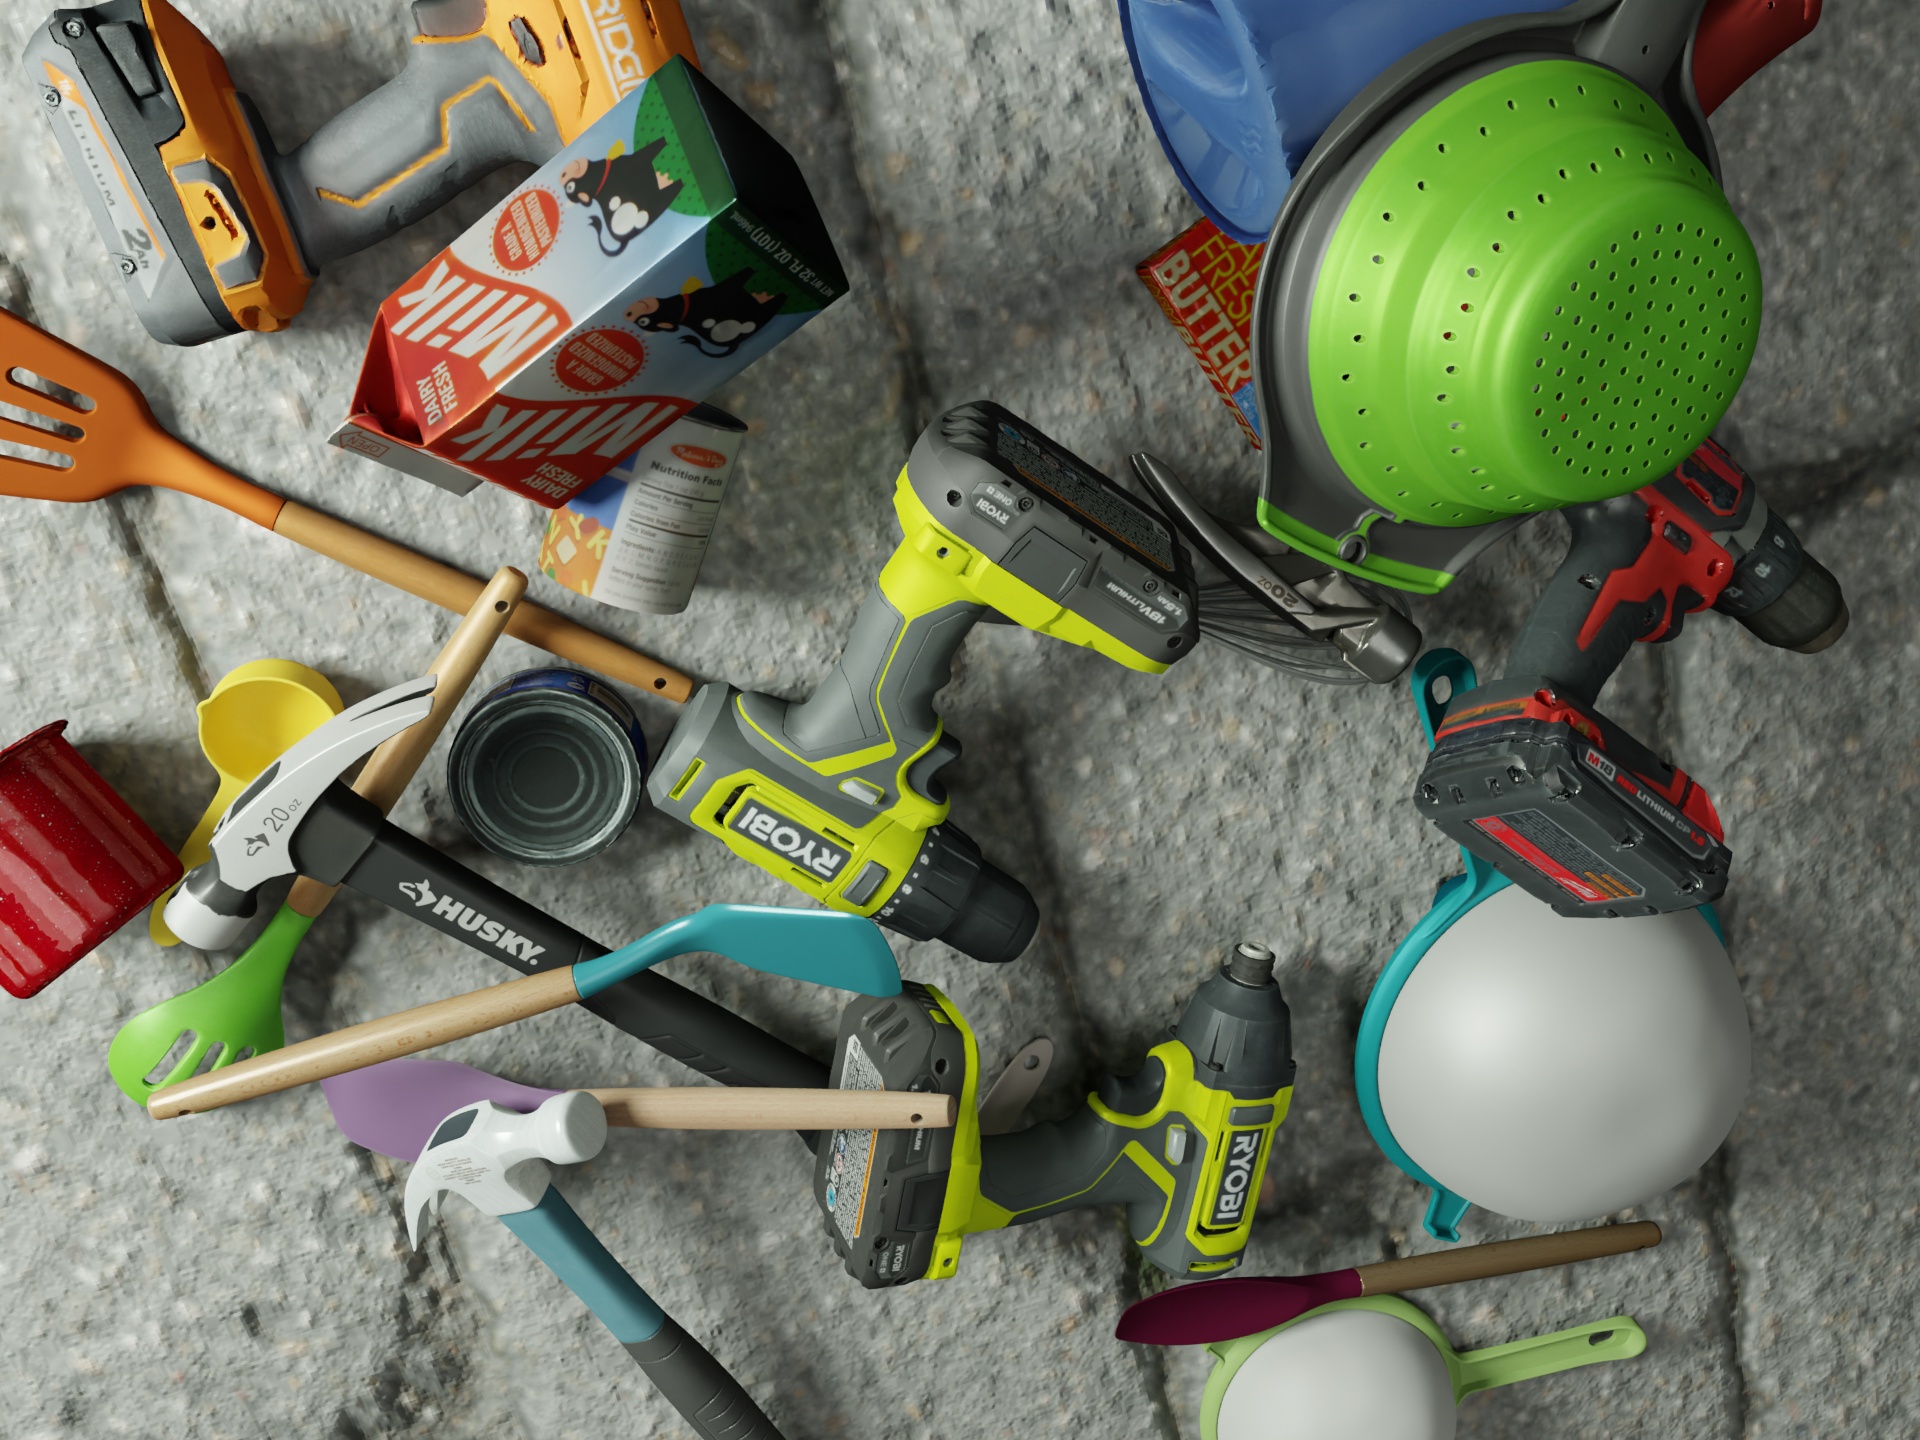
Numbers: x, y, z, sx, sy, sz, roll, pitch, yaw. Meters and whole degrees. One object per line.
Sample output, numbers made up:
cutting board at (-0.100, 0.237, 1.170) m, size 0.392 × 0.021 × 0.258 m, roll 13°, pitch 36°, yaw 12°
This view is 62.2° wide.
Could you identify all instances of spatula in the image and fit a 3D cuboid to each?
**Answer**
spatula at (-0.185, 0.126, 0.668) m, size 0.317 × 0.044 × 0.082 m, roll -16°, pitch 148°, yaw -2°
spatula at (-0.151, 0.174, 0.706) m, size 0.316 × 0.018 × 0.059 m, roll -5°, pitch 111°, yaw 19°
spatula at (-0.262, -0.073, 0.665) m, size 0.322 × 0.041 × 0.081 m, roll 24°, pitch 101°, yaw -16°

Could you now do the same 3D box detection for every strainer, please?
strainer at (0.287, 0.121, 0.758) m, size 0.211 × 0.095 × 0.340 m, roll -27°, pitch 117°, yaw -3°
strainer at (0.262, 0.380, 0.867) m, size 0.256 × 0.069 × 0.151 m, roll -12°, pitch 108°, yaw -3°

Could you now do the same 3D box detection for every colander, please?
colander at (0.250, -0.216, 0.558) m, size 0.204 × 0.095 × 0.397 m, roll 16°, pitch 109°, yaw -28°

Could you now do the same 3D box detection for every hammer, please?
hammer at (-0.147, 0.301, 0.771) m, size 0.128 × 0.033 × 0.330 m, roll -16°, pitch 121°, yaw 25°
hammer at (-0.160, 0.111, 0.711) m, size 0.334 × 0.035 × 0.146 m, roll 36°, pitch 104°, yaw -27°
hammer at (0.235, -0.197, 0.682) m, size 0.149 × 0.037 × 0.359 m, roll 39°, pitch 90°, yaw -8°

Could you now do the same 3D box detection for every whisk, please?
whisk at (0.093, -0.049, 0.726) m, size 0.239 × 0.055 × 0.055 m, roll 5°, pitch 106°, yaw -6°

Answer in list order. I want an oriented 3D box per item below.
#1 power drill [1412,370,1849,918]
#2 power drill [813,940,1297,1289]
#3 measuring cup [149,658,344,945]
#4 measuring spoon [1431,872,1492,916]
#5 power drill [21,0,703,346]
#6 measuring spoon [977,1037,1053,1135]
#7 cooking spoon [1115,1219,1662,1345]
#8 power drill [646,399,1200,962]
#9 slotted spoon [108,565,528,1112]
power drill at (0.310, -0.025, 0.709) m, size 0.187 × 0.080 × 0.227 m, roll 33°, pitch 66°, yaw -18°
power drill at (0.053, 0.187, 0.759) m, size 0.223 × 0.080 × 0.171 m, roll 3°, pitch 106°, yaw -25°
measuring cup at (-0.321, 0.037, 0.702) m, size 0.062 × 0.029 × 0.156 m, roll 26°, pitch 114°, yaw -24°
measuring spoon at (0.268, 0.129, 0.823) m, size 0.042 × 0.021 × 0.128 m, roll -23°, pitch 118°, yaw -5°
power drill at (-0.215, -0.245, 0.601) m, size 0.226 × 0.084 × 0.164 m, roll -20°, pitch 108°, yaw -7°
measuring spoon at (0.008, 0.210, 0.809) m, size 0.034 × 0.018 × 0.124 m, roll 34°, pitch 92°, yaw -17°
cooking spoon at (0.234, 0.296, 0.848) m, size 0.319 × 0.017 × 0.068 m, roll -4°, pitch 134°, yaw -14°
power drill at (-0.001, -0.002, 0.688) m, size 0.190 × 0.080 × 0.228 m, roll 31°, pitch 117°, yaw -15°
slotted spoon at (-0.277, 0.061, 0.695) m, size 0.070 × 0.031 × 0.313 m, roll 28°, pitch 105°, yaw -36°
